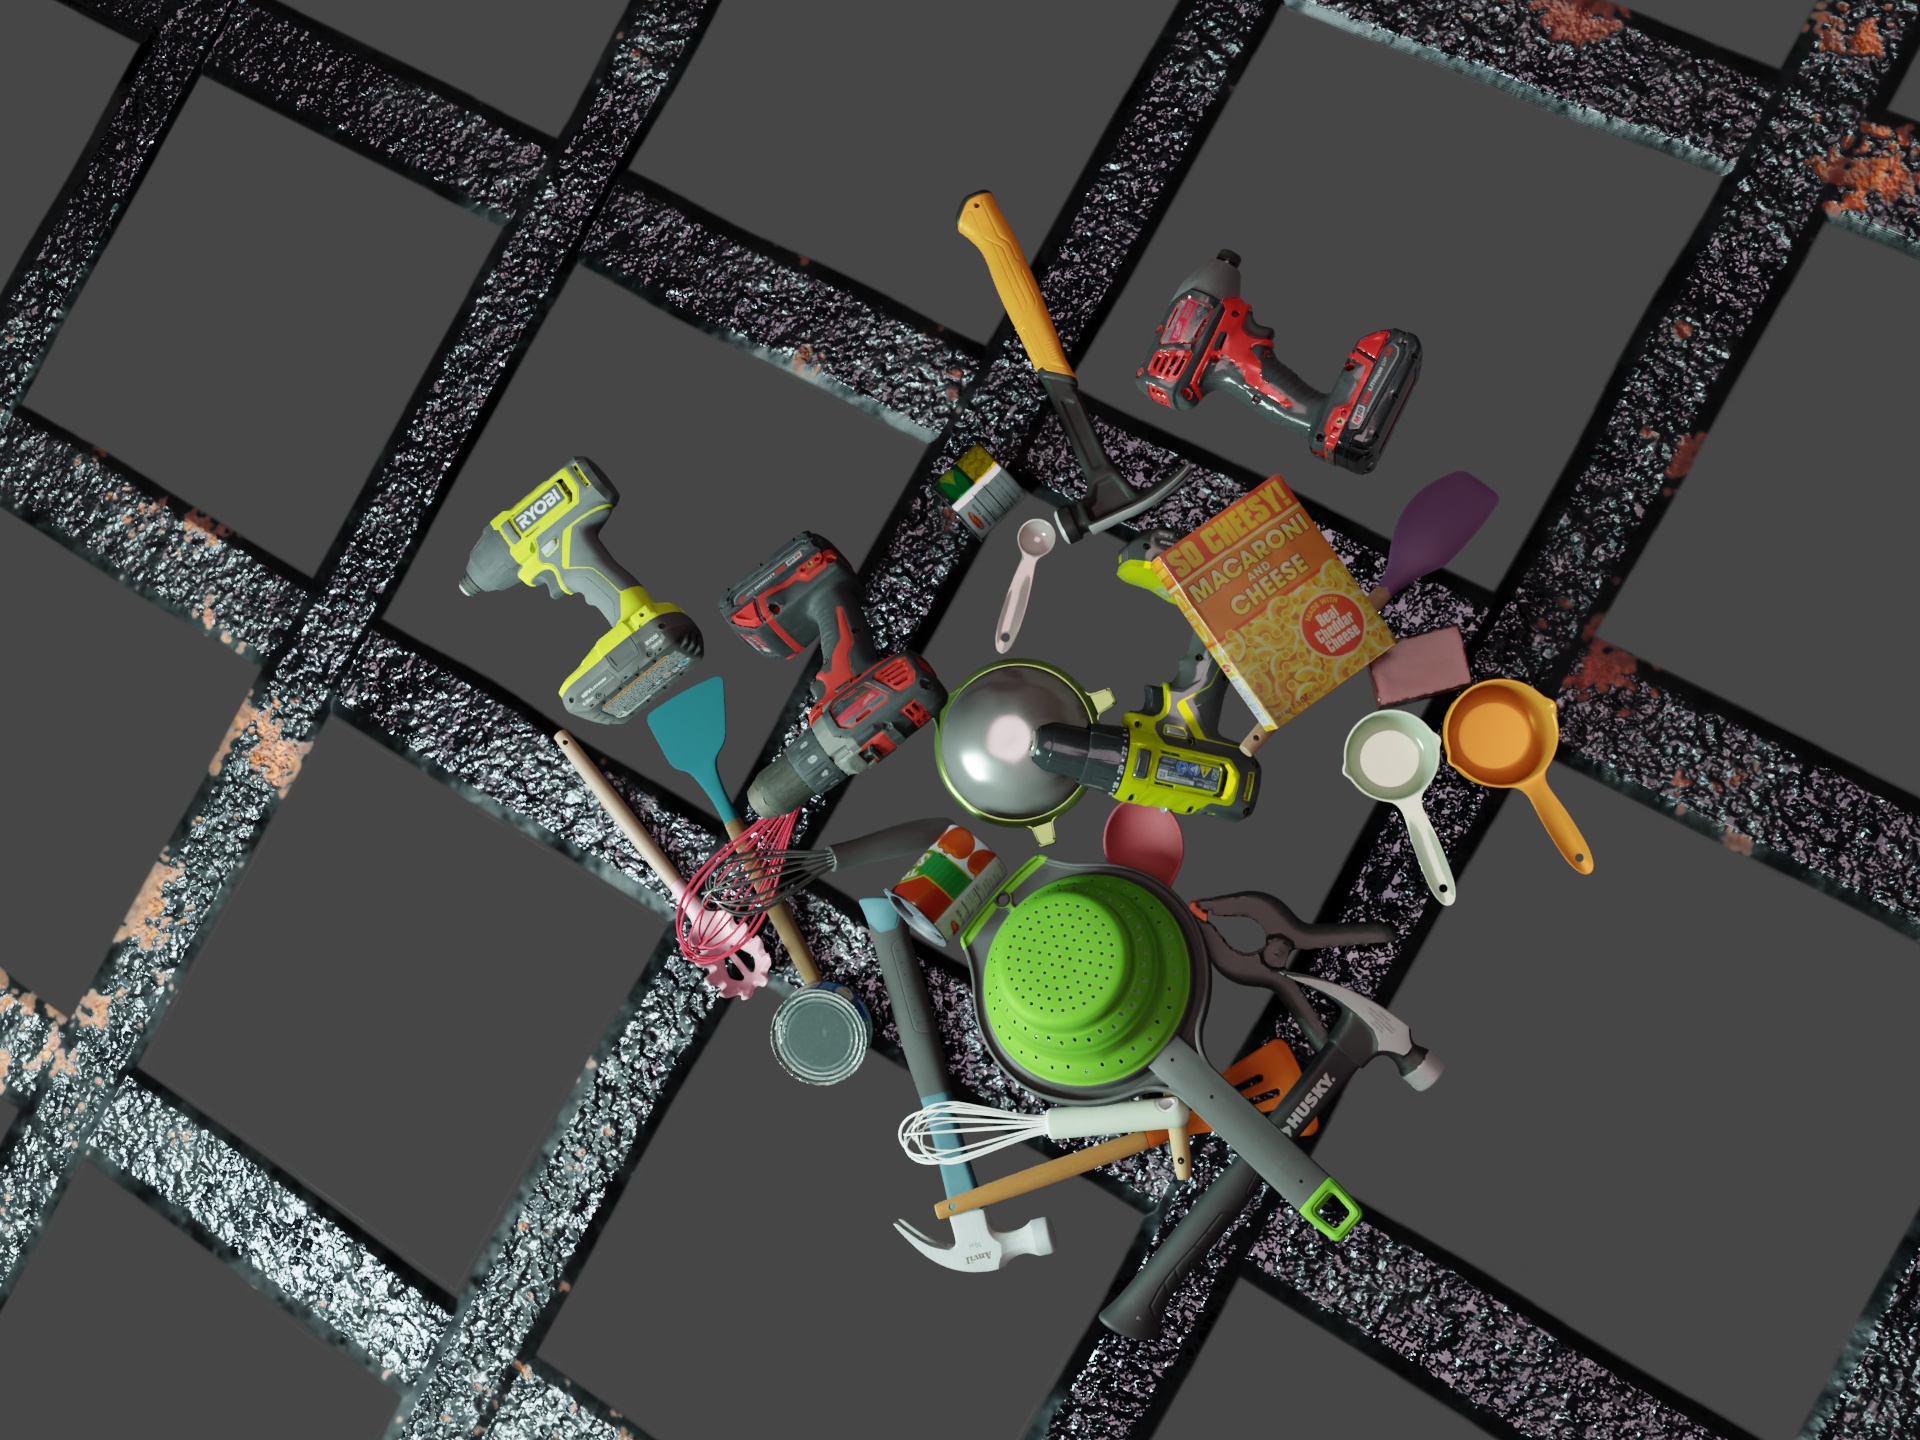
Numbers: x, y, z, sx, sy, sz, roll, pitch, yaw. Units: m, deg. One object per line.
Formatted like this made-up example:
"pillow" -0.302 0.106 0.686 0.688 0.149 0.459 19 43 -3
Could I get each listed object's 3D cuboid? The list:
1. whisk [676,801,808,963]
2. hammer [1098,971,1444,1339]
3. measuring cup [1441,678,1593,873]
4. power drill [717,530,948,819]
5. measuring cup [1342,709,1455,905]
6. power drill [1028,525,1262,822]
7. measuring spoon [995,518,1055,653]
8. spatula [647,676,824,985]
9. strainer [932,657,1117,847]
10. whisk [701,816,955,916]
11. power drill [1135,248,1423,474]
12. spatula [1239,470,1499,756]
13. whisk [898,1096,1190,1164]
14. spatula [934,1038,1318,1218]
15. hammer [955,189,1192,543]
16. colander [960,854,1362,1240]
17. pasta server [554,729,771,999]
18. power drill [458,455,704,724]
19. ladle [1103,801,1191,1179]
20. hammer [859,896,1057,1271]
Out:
"whisk" -0.155 0.083 1.386 0.073 0.073 0.296 33 86 14
"hammer" 0.227 0.352 1.265 0.146 0.035 0.335 41 84 -2
"measuring cup" 0.459 0.047 1.293 0.095 0.052 0.174 -31 84 7
"power drill" -0.130 -0.036 1.367 0.188 0.080 0.227 -37 51 5
"measuring cup" 0.372 0.072 1.315 0.083 0.038 0.168 -21 82 9
"power drill" 0.168 -0.040 1.332 0.190 0.080 0.228 13 86 -5
"measuring spoon" 0.055 -0.119 1.420 0.034 0.018 0.124 19 94 14
"spatula" -0.190 0.113 1.440 0.082 0.044 0.317 -28 83 7
"strainer" -0.002 -0.004 1.387 0.256 0.069 0.151 24 89 12
"whisk" -0.109 0.120 1.356 0.239 0.055 0.055 -14 79 -26
"power drill" 0.274 -0.310 1.363 0.220 0.078 0.143 26 89 17
"spatula" 0.334 -0.090 1.322 0.060 0.018 0.316 39 79 15
"whisk" 0.067 0.333 1.304 0.246 0.058 0.059 -9 117 15
"spatula" 0.132 0.353 1.316 0.322 0.041 0.081 -19 74 -1
"hammer" 0.085 -0.332 1.426 0.127 0.034 0.337 -25 79 9
"colander" 0.146 0.247 1.237 0.204 0.094 0.397 -47 60 -3
"pasta server" -0.277 0.126 1.448 0.060 0.040 0.316 -39 76 -8
"power drill" -0.355 -0.112 1.476 0.171 0.080 0.223 -38 73 5
"ladle" 0.167 0.219 1.326 0.069 0.031 0.316 -10 73 17
"hammer" -0.024 0.309 1.374 0.128 0.033 0.331 -18 80 9
